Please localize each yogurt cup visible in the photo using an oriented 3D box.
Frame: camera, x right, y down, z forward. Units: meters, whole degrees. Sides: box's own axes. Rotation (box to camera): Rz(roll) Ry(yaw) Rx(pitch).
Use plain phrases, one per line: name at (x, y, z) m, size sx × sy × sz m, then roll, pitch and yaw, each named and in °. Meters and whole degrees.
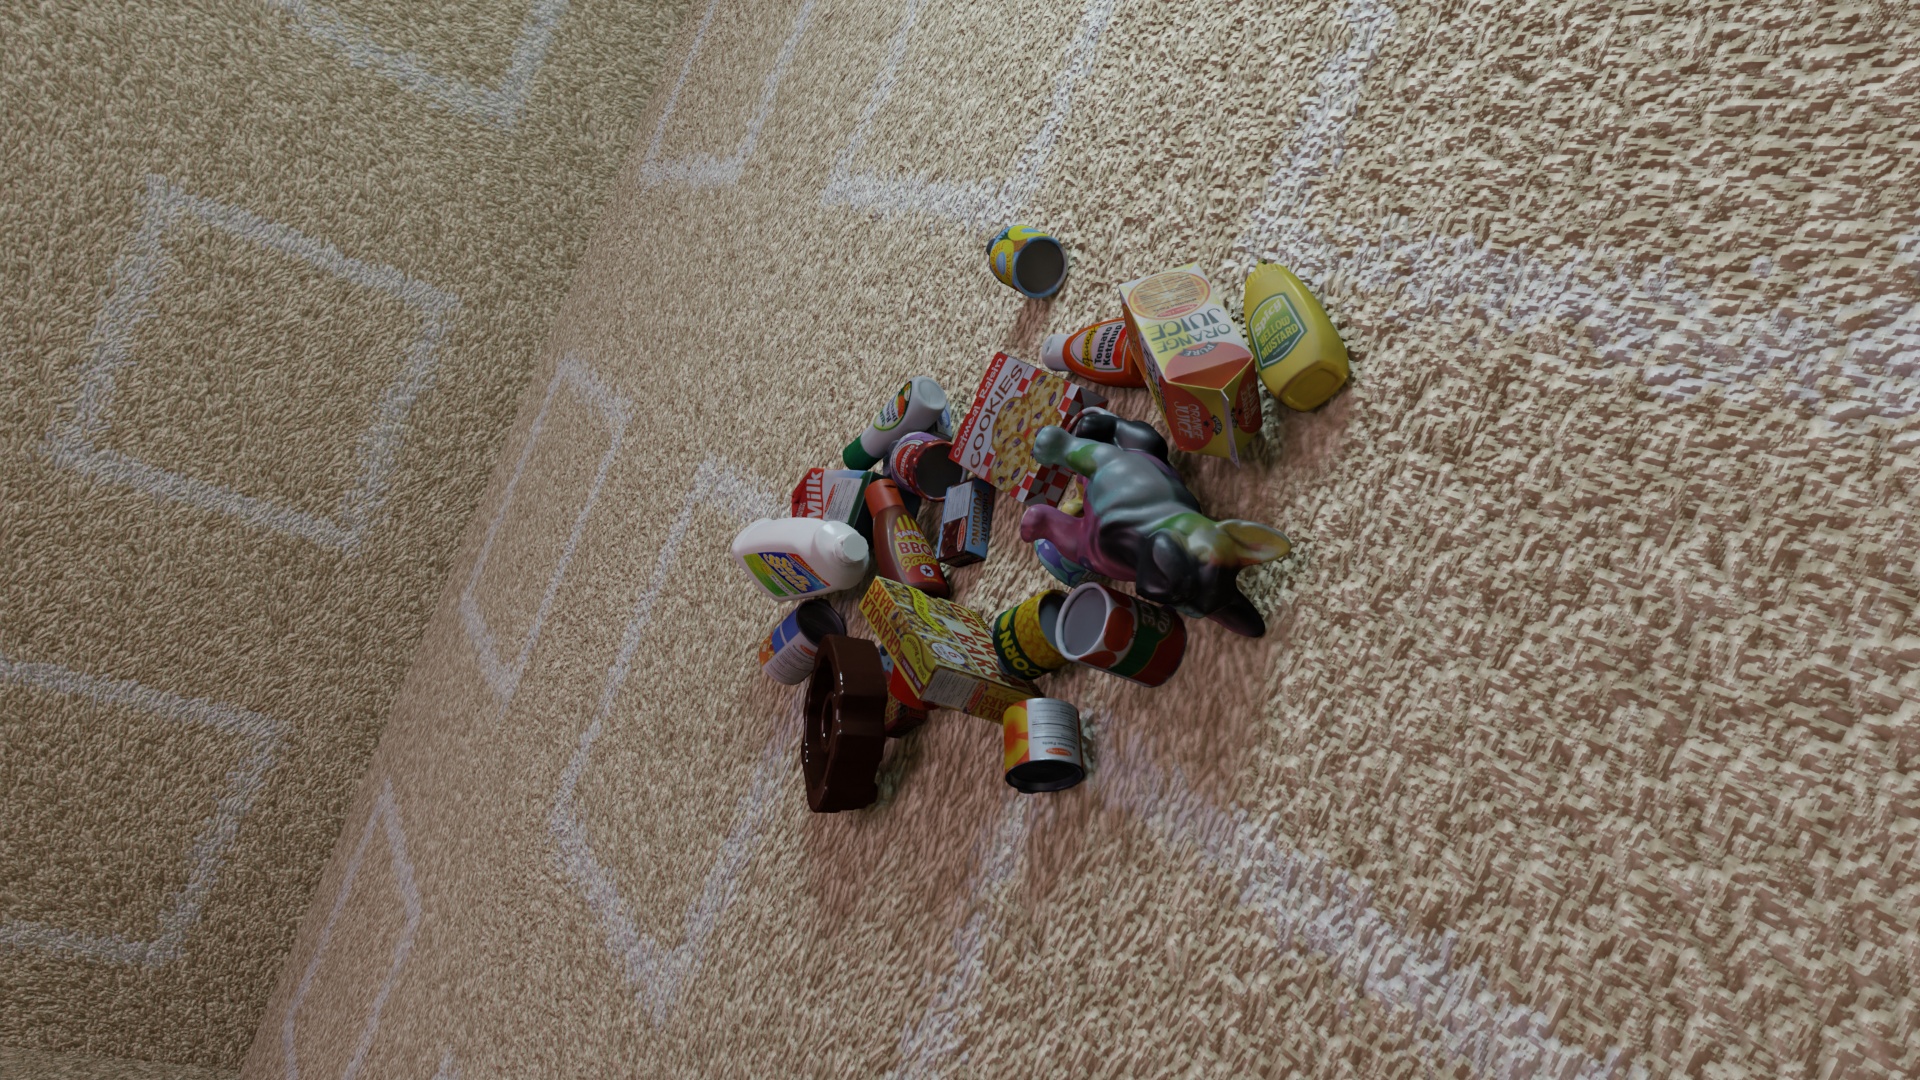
yogurt cup at (-0.036, 0.128, 1.347) m, size 0.072 × 0.072 × 0.053 m, roll 51°, pitch 127°, yaw 55°

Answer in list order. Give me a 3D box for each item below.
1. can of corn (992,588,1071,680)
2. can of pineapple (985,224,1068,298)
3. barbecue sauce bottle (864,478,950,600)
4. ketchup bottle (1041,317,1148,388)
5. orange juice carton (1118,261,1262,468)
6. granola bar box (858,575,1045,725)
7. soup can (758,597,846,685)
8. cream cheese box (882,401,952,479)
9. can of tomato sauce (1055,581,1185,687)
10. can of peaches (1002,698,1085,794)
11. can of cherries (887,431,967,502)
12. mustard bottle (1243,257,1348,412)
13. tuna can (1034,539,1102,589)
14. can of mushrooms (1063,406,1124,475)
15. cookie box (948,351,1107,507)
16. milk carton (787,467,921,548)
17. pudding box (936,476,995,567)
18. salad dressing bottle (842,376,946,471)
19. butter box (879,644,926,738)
can of corn at (0.070, 0.083, 1.211) m, size 0.058 × 0.071 × 0.071 m, roll -32°, pitch 47°, yaw 43°
can of pineapple at (0.069, -0.289, 1.438) m, size 0.071 × 0.071 × 0.058 m, roll -62°, pitch 32°, yaw 10°
barbecue sauce bottle at (-0.062, 0.003, 1.437) m, size 0.043 × 0.065 × 0.149 m, roll -50°, pitch 48°, yaw 35°
ketchup bottle at (0.132, -0.175, 1.299) m, size 0.149 × 0.043 × 0.065 m, roll 12°, pitch 82°, yaw 59°
orange juice carton at (0.191, -0.141, 1.127) m, size 0.073 × 0.071 × 0.193 m, roll -17°, pitch 42°, yaw 1°
granola bar box at (-0.009, 0.101, 1.266) m, size 0.039 × 0.124 × 0.166 m, roll -60°, pitch 33°, yaw 13°
soup can at (-0.179, 0.114, 1.572) m, size 0.083 × 0.071 × 0.072 m, roll -43°, pitch 40°, yaw 36°
cream cheese box at (-0.050, -0.112, 1.553) m, size 0.103 × 0.024 × 0.053 m, roll -38°, pitch 43°, yaw 39°
can of tomato sauce at (0.129, 0.074, 1.114) m, size 0.071 × 0.083 × 0.071 m, roll -33°, pitch 46°, yaw 43°
can of peaches at (0.068, 0.172, 1.163) m, size 0.071 × 0.071 × 0.058 m, roll -36°, pitch 44°, yaw 41°
can of cherries at (-0.036, -0.078, 1.466) m, size 0.058 × 0.071 × 0.071 m, roll 28°, pitch 95°, yaw 58°
mustard bottle at (0.257, -0.174, 1.104) m, size 0.065 × 0.049 × 0.161 m, roll -43°, pitch 40°, yaw 31°
tuna can at (0.101, 0.012, 1.213) m, size 0.032 × 0.071 × 0.071 m, roll -51°, pitch 36°, yaw 28°
can of mushrooms at (0.122, -0.085, 1.268) m, size 0.070 × 0.033 × 0.071 m, roll -32°, pitch 47°, yaw 42°
cookie box at (0.061, -0.110, 1.368) m, size 0.168 × 0.040 × 0.122 m, roll 36°, pitch 102°, yaw 58°
milk carton at (-0.128, -0.037, 1.581) m, size 0.190 × 0.072 × 0.073 m, roll 8°, pitch 77°, yaw 57°
pudding box at (0.005, -0.018, 1.407) m, size 0.049 × 0.030 × 0.084 m, roll -18°, pitch 57°, yaw 50°
salad dressing bottle at (-0.076, -0.124, 1.531) m, size 0.147 × 0.044 × 0.064 m, roll -38°, pitch 39°, yaw 40°
butter box at (-0.059, 0.145, 1.410) m, size 0.053 × 0.024 × 0.104 m, roll -38°, pitch 42°, yaw 40°
